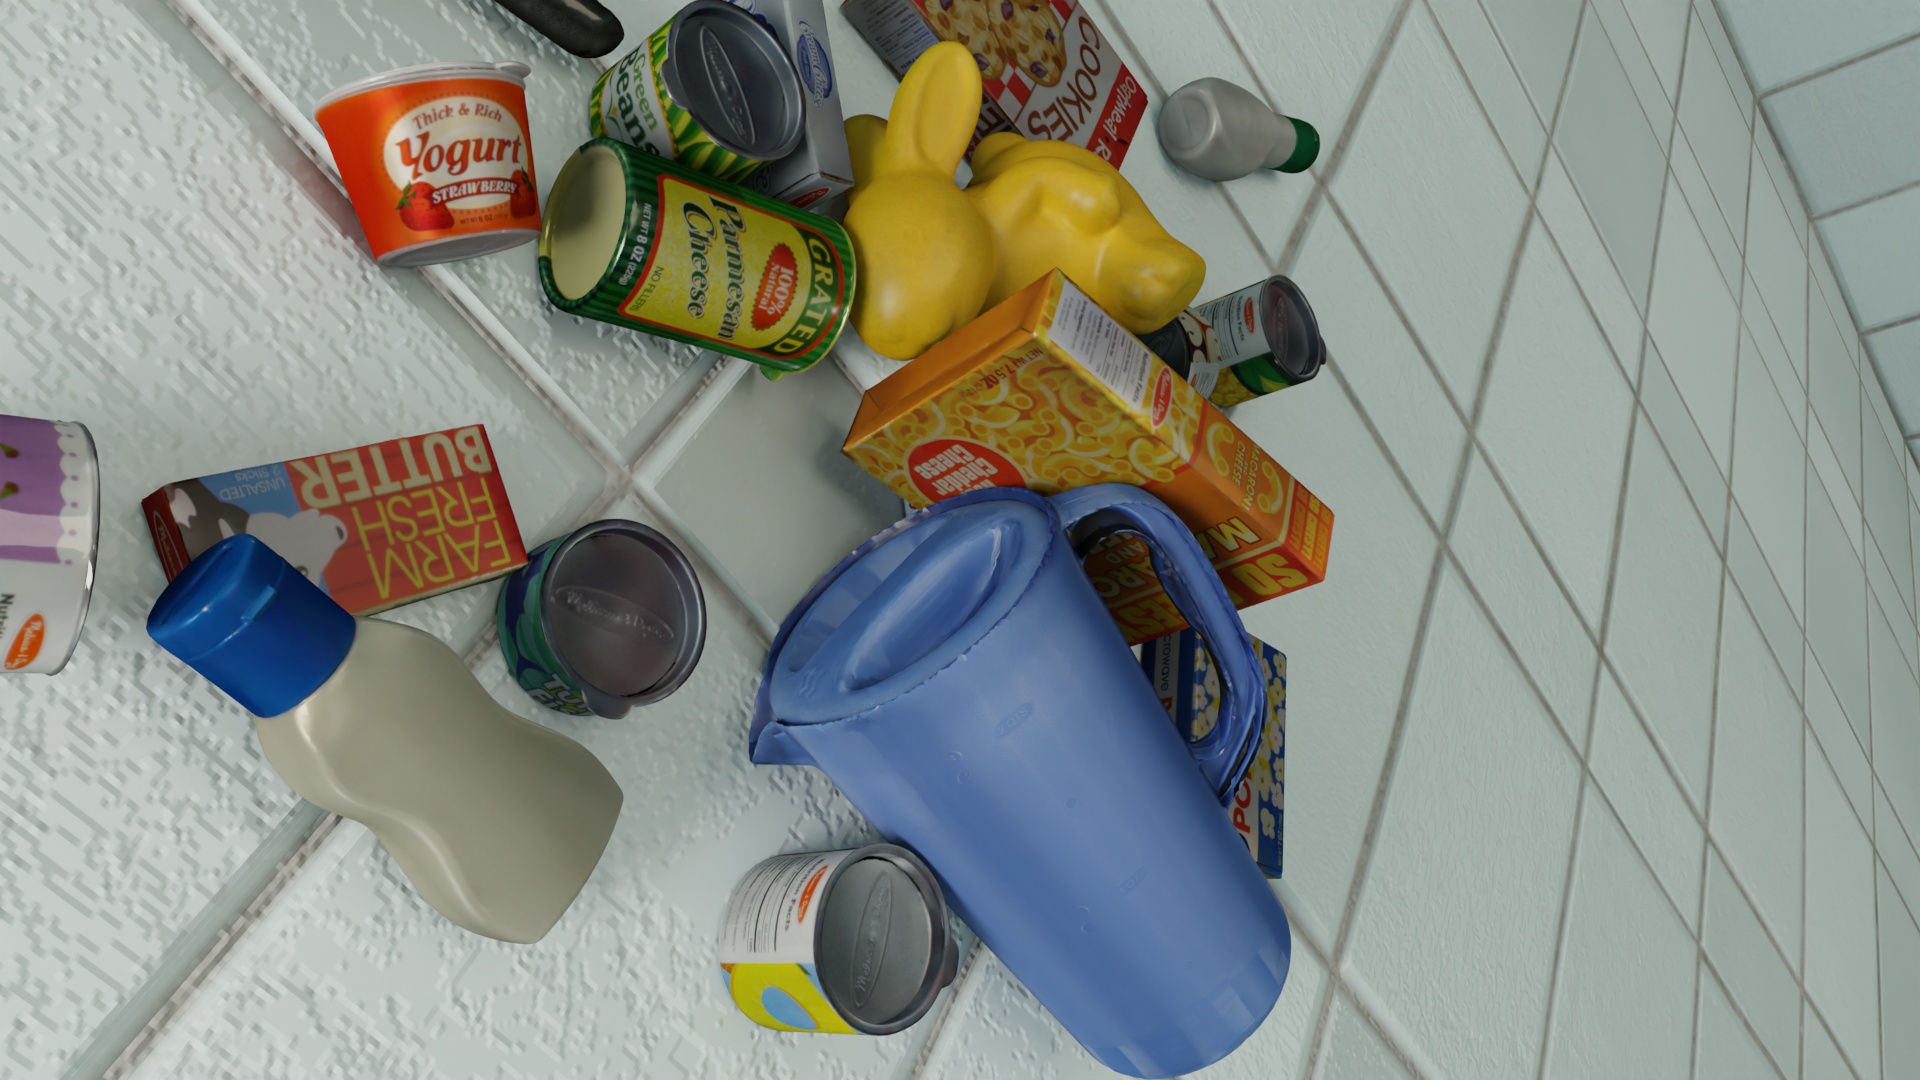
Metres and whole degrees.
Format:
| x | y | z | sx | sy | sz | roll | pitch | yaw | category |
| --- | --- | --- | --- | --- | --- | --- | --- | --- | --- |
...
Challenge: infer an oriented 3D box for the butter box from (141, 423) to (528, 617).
| x | y | z | sx | sy | sz | roll | pitch | yaw | category |
| --- | --- | --- | --- | --- | --- | --- | --- | --- | --- |
| -0.191 | -0.001 | 0.435 | 0.104 | 0.024 | 0.053 | -21 | 93 | -48 | butter box |

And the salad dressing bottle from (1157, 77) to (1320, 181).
| x | y | z | sx | sy | sz | roll | pitch | yaw | category |
| --- | --- | --- | --- | --- | --- | --- | --- | --- | --- |
| 0.187 | -0.265 | 0.910 | 0.148 | 0.044 | 0.064 | -9 | 82 | -49 | salad dressing bottle |

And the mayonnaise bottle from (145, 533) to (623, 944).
| x | y | z | sx | sy | sz | roll | pitch | yaw | category |
| --- | --- | --- | --- | --- | --- | --- | --- | --- | --- |
| -0.165 | 0.058 | 0.409 | 0.147 | 0.041 | 0.065 | 54 | 48 | -36 | mayonnaise bottle |

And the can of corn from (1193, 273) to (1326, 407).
| x | y | z | sx | sy | sz | roll | pitch | yaw | category |
| --- | --- | --- | --- | --- | --- | --- | --- | --- | --- |
| 0.177 | -0.118 | 0.838 | 0.071 | 0.058 | 0.071 | 18 | 65 | -42 | can of corn |

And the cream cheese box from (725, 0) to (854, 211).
| x | y | z | sx | sy | sz | roll | pitch | yaw | category |
| --- | --- | --- | --- | --- | --- | --- | --- | --- | --- |
| -0.079 | -0.192 | 0.596 | 0.024 | 0.053 | 0.104 | -1 | 78 | -49 | cream cheese box |

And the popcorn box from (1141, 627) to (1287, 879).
| x | y | z | sx | sy | sz | roll | pitch | yaw | category |
| --- | --- | --- | --- | --- | --- | --- | --- | --- | --- |
| 0.133 | 0.107 | 0.732 | 0.085 | 0.038 | 0.127 | 30 | 57 | -39 | popcorn box |

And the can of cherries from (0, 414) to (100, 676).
| x | y | z | sx | sy | sz | roll | pitch | yaw | category |
| --- | --- | --- | --- | --- | --- | --- | --- | --- | --- |
| -0.253 | -0.002 | 0.341 | 0.058 | 0.071 | 0.071 | 6 | 73 | -45 | can of cherries |

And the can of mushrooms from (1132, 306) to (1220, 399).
| x | y | z | sx | sy | sz | roll | pitch | yaw | category |
| --- | --- | --- | --- | --- | --- | --- | --- | --- | --- |
| 0.103 | -0.098 | 0.749 | 0.033 | 0.071 | 0.071 | -5 | 81 | -47 | can of mushrooms |

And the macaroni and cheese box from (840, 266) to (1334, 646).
| x | y | z | sx | sy | sz | roll | pitch | yaw | category |
| --- | --- | --- | --- | --- | --- | --- | --- | --- | --- |
| 0.054 | -0.025 | 0.577 | 0.166 | 0.123 | 0.040 | 36 | 52 | -25 | macaroni and cheese box |

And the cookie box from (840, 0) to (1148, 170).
| x | y | z | sx | sy | sz | roll | pitch | yaw | category |
| --- | --- | --- | --- | --- | --- | --- | --- | --- | --- |
| 0.026 | -0.257 | 0.738 | 0.167 | 0.040 | 0.123 | 45 | 49 | -27 | cookie box |

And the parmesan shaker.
| x | y | z | sx | sy | sz | roll | pitch | yaw | category |
| --- | --- | --- | --- | --- | --- | --- | --- | --- | --- |
| -0.101 | -0.105 | 0.536 | 0.103 | 0.071 | 0.071 | 10 | 70 | -44 | parmesan shaker |

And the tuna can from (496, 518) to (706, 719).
| x | y | z | sx | sy | sz | roll | pitch | yaw | category |
| --- | --- | --- | --- | --- | --- | --- | --- | --- | --- |
| -0.126 | 0.030 | 0.487 | 0.071 | 0.032 | 0.071 | 18 | 65 | -42 | tuna can |

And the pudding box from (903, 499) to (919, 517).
| x | y | z | sx | sy | sz | roll | pitch | yaw | category |
| --- | --- | --- | --- | --- | --- | --- | --- | --- | --- |
| 0.002 | -0.008 | 0.638 | 0.050 | 0.030 | 0.084 | 1 | 76 | -45 | pudding box |

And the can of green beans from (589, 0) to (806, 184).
| x | y | z | sx | sy | sz | roll | pitch | yaw | category |
| --- | --- | --- | --- | --- | --- | --- | --- | --- | --- |
| -0.106 | -0.173 | 0.557 | 0.071 | 0.057 | 0.071 | 17 | 65 | -43 | can of green beans |

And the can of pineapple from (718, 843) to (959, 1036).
| x | y | z | sx | sy | sz | roll | pitch | yaw | category |
| --- | --- | --- | --- | --- | --- | --- | --- | --- | --- |
| -0.046 | 0.149 | 0.514 | 0.071 | 0.057 | 0.071 | 17 | 66 | -42 | can of pineapple |

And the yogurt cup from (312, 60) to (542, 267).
| x | y | z | sx | sy | sz | roll | pitch | yaw | category |
| --- | --- | --- | --- | --- | --- | --- | --- | --- | --- |
| -0.174 | -0.124 | 0.466 | 0.073 | 0.072 | 0.054 | -21 | 101 | -48 | yogurt cup |
